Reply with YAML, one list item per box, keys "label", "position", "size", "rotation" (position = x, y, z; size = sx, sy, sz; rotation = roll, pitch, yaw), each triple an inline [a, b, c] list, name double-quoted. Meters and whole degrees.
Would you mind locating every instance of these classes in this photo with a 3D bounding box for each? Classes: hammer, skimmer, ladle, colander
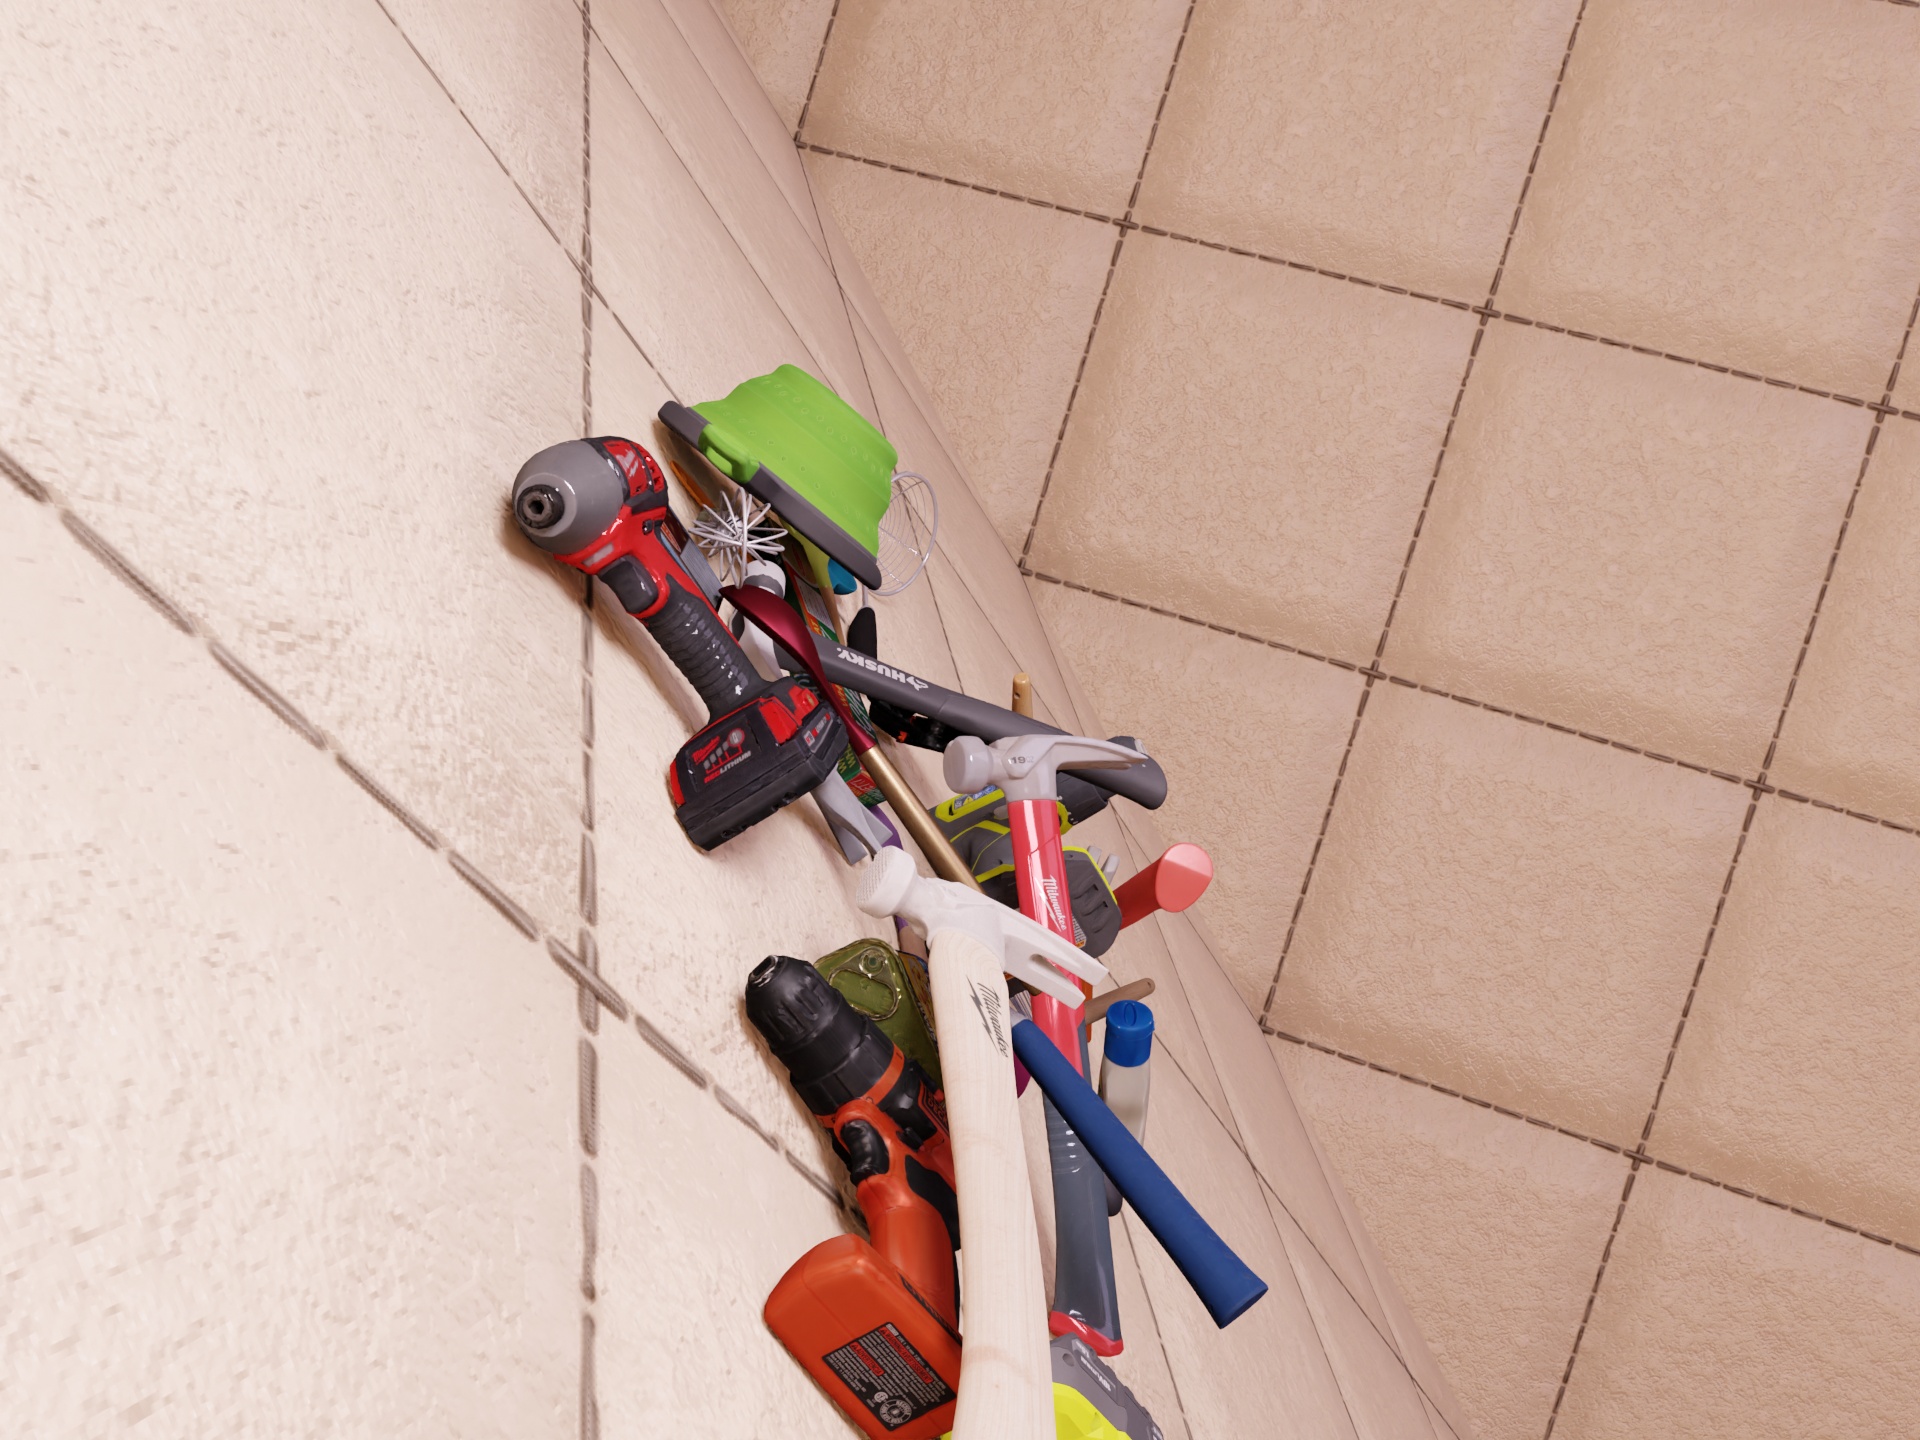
- label: "hammer"
  position: [0.077, 0.198, 1.017]
  size: [0.038, 0.143, 0.386]
  rotation: [-33, -120, 58]
- label: "skimmer"
  position: [-0.059, -0.123, 1.478]
  size: [0.364, 0.090, 0.127]
  rotation: [-96, -173, -61]
- label: "hammer"
  position: [0.129, 0.136, 1.235]
  size: [0.036, 0.149, 0.359]
  rotation: [22, -18, -2]
- label: "ladle"
  position: [-0.043, 0.040, 0.972]
  size: [0.315, 0.031, 0.069]
  rotation: [54, -6, -3]
- label: "hammer"
  position: [0.029, 0.172, 0.921]
  size: [0.406, 0.035, 0.144]
  rotation: [49, -8, 27]
- label: "hammer"
  position: [-0.002, -0.004, 1.101]
  size: [0.334, 0.035, 0.146]
  rotation: [21, 33, -20]
- label: "ladle"
  position: [-0.100, -0.092, 1.271]
  size: [0.078, 0.062, 0.321]
  rotation: [15, 42, -29]
- label: "hammer"
  position: [0.021, 0.204, 0.695]
  size: [0.146, 0.038, 0.411]
  rotation: [30, 23, -17]
- label: "colander"
  position: [-0.113, -0.189, 1.085]
  size: [0.204, 0.094, 0.397]
  rotation: [39, 2, -2]

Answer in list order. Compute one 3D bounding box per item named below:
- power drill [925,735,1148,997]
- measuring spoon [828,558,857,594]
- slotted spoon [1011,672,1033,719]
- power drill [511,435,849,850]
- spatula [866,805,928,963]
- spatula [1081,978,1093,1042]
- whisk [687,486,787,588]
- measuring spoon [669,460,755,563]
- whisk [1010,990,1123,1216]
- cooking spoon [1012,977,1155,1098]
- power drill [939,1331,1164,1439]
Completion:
- label: "power drill"
  position: [0.058, 0.098, 1.189]
  size: [0.080, 0.190, 0.229]
  rotation: [59, 14, -20]
- label: "measuring spoon"
  position: [-0.122, -0.114, 1.367]
  size: [0.042, 0.021, 0.128]
  rotation: [50, 20, -4]
- label: "slotted spoon"
  position: [0.051, 0.072, 1.340]
  size: [0.070, 0.031, 0.313]
  rotation: [25, -37, 23]
- label: "power drill"
  position: [-0.154, -0.050, 0.838]
  size: [0.219, 0.078, 0.143]
  rotation: [58, 10, -7]
- label: "spatula"
  position: [-0.031, 0.157, 1.055]
  size: [0.059, 0.018, 0.316]
  rotation: [54, 11, -36]
- label: "spatula"
  position: [0.081, 0.177, 1.573]
  size: [0.080, 0.041, 0.323]
  rotation: [54, 8, -36]
- label: "whisk"
  position: [-0.149, -0.120, 1.010]
  size: [0.246, 0.057, 0.059]
  rotation: [-145, -123, -75]
- label: "measuring spoon"
  position: [-0.178, -0.142, 1.164]
  size: [0.116, 0.011, 0.021]
  rotation: [53, 13, -25]
- label: "whisk"
  position: [0.072, 0.245, 1.240]
  size: [0.285, 0.070, 0.070]
  rotation: [70, 12, 21]
- label: "cooking spoon"
  position: [0.080, 0.227, 1.197]
  size: [0.318, 0.017, 0.069]
  rotation: [-3, 66, -61]
- label: "power drill"
  position: [0.048, 0.385, 0.666]
  size: [0.171, 0.080, 0.223]
  rotation: [56, 14, -31]
